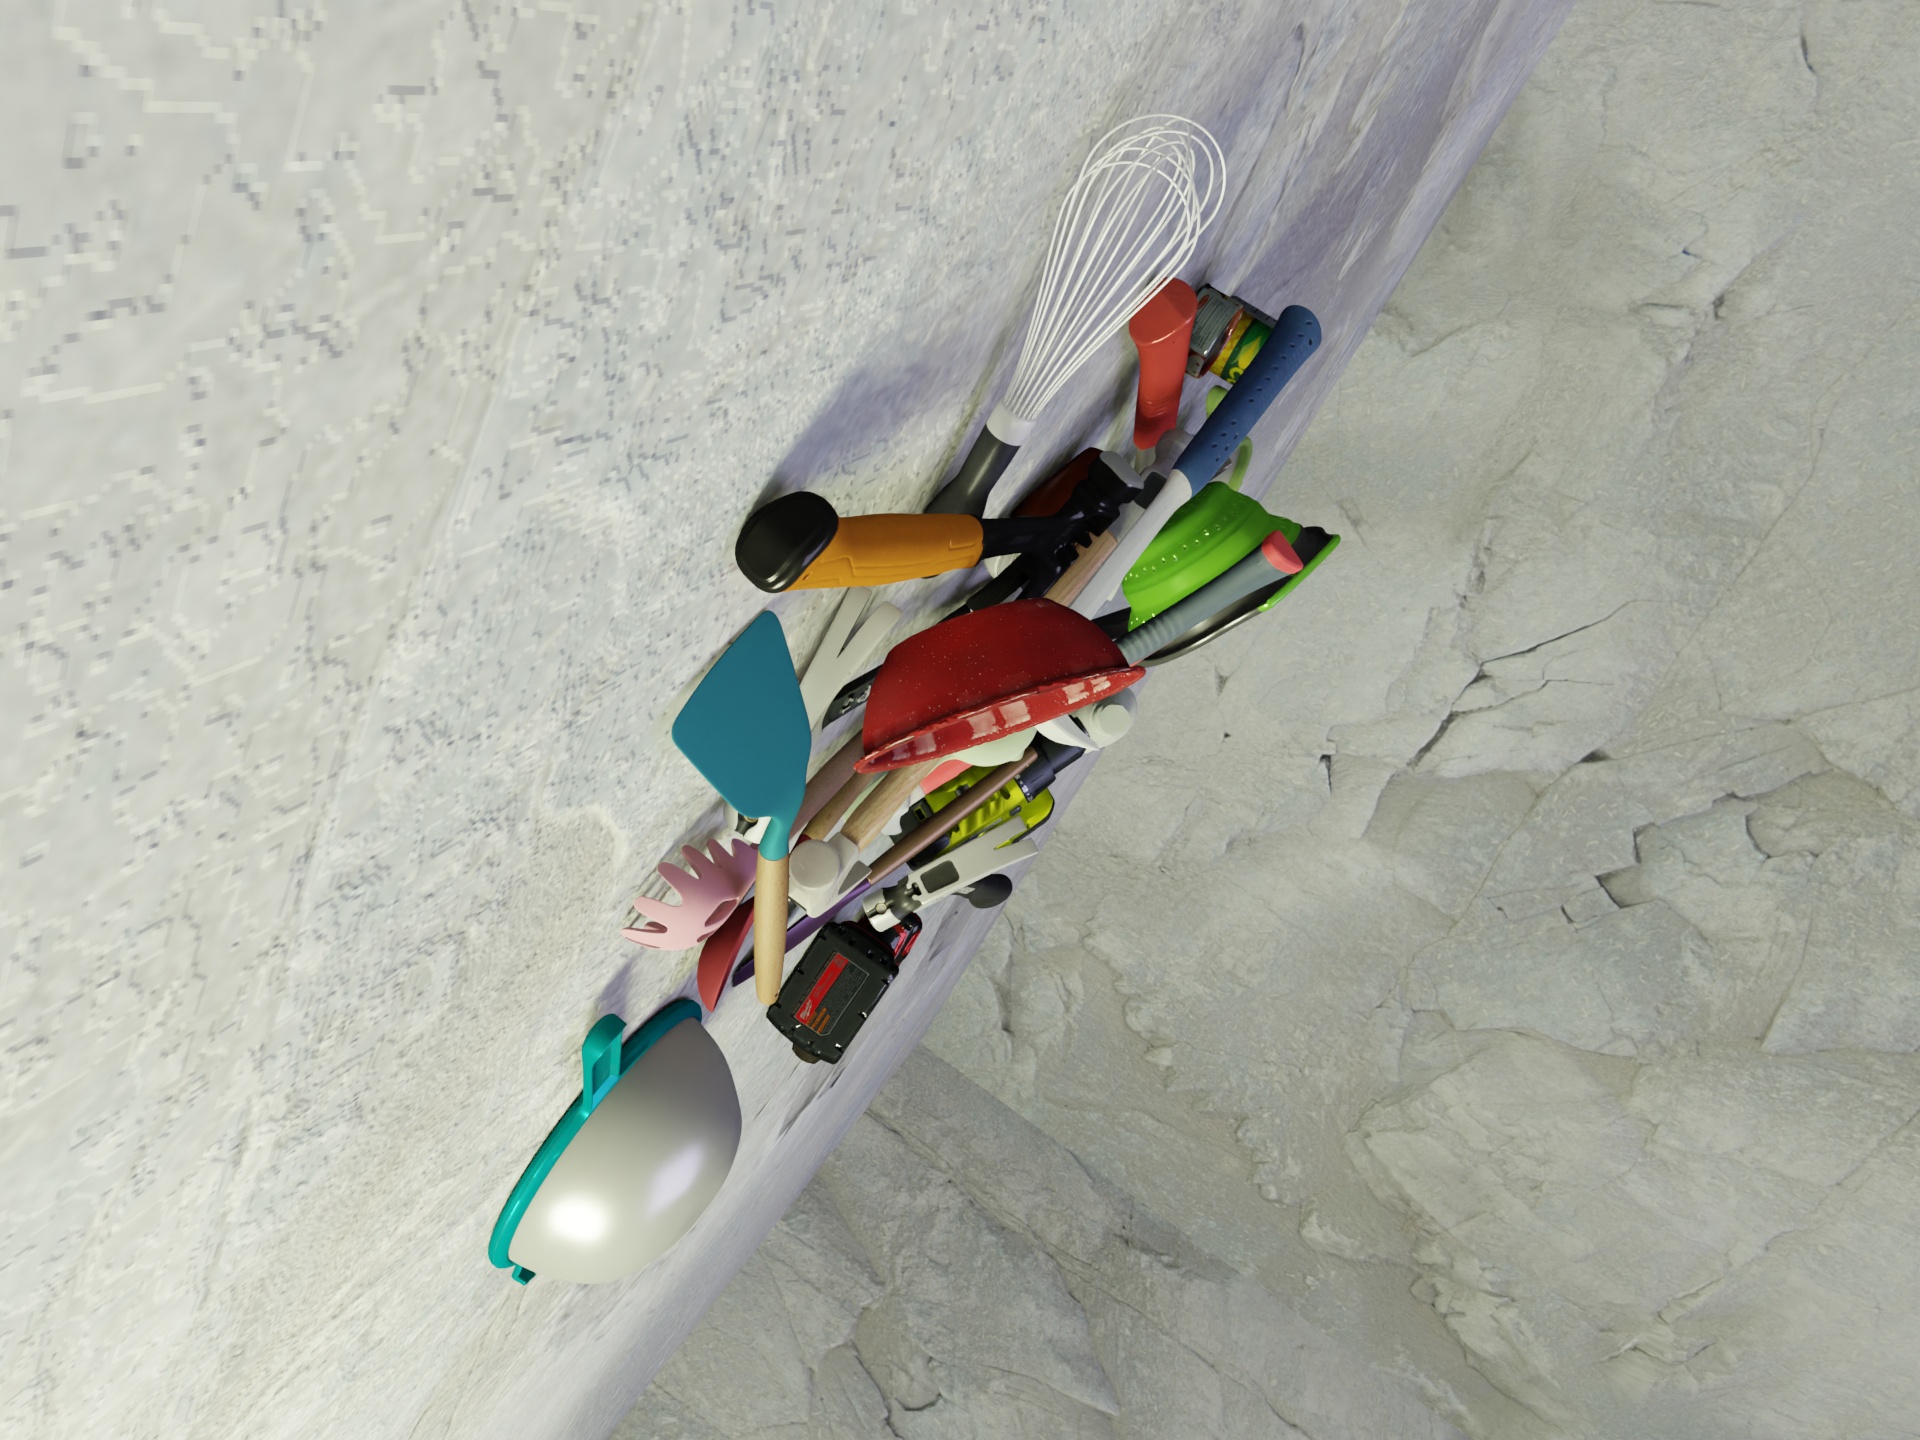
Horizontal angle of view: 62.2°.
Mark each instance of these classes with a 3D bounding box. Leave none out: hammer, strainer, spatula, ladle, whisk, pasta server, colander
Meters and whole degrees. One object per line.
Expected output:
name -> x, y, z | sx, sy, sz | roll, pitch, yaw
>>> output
hammer -> 0.095, -0.087, 1.258 | 0.128, 0.033, 0.330 | -57, 177, -33
hammer -> 0.154, -0.231, 1.191 | 0.149, 0.037, 0.359 | -35, 166, -6
strainer -> 0.211, -0.243, 1.491 | 0.151, 0.069, 0.256 | -51, 162, -17
hammer -> -0.002, -0.003, 1.050 | 0.331, 0.031, 0.130 | -50, 173, -18
spatula -> -0.057, 0.113, 1.269 | 0.316, 0.018, 0.059 | -37, 167, -22
spatula -> -0.106, 0.072, 0.826 | 0.082, 0.044, 0.317 | -56, 167, -33
hammer -> 0.147, -0.150, 1.093 | 0.406, 0.035, 0.143 | -51, 134, -29
hammer -> 0.014, 0.146, 1.444 | 0.146, 0.035, 0.334 | -28, 169, 4
ladle -> -0.087, 0.062, 1.083 | 0.315, 0.031, 0.069 | -54, 176, -26
whisk -> 0.042, -0.177, 0.807 | 0.284, 0.070, 0.070 | -56, 173, 36
pasta server -> -0.105, 0.052, 0.956 | 0.060, 0.040, 0.316 | -61, 174, 29
hammer -> 0.094, -0.029, 1.234 | 0.386, 0.038, 0.143 | -32, 170, -5
hammer -> -0.011, -0.082, 0.779 | 0.127, 0.034, 0.337 | -47, 167, 23
hammer -> -0.021, -0.048, 1.009 | 0.149, 0.036, 0.409 | -60, 171, 23
strainer -> -0.198, 0.269, 1.009 | 0.211, 0.095, 0.340 | -51, 172, -29
colander -> 0.168, -0.131, 1.447 | 0.204, 0.094, 0.397 | -41, -168, -25

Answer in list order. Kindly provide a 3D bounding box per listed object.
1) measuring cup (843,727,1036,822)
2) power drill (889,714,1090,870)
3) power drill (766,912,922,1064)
measuring cup -> -0.015, 0.021, 1.134 | 0.167, 0.083, 0.038 | -38, 180, -11
power drill -> 0.029, 0.069, 1.439 | 0.190, 0.080, 0.228 | -32, 171, -3
power drill -> -0.118, 0.265, 1.537 | 0.188, 0.080, 0.226 | -56, 175, 3
